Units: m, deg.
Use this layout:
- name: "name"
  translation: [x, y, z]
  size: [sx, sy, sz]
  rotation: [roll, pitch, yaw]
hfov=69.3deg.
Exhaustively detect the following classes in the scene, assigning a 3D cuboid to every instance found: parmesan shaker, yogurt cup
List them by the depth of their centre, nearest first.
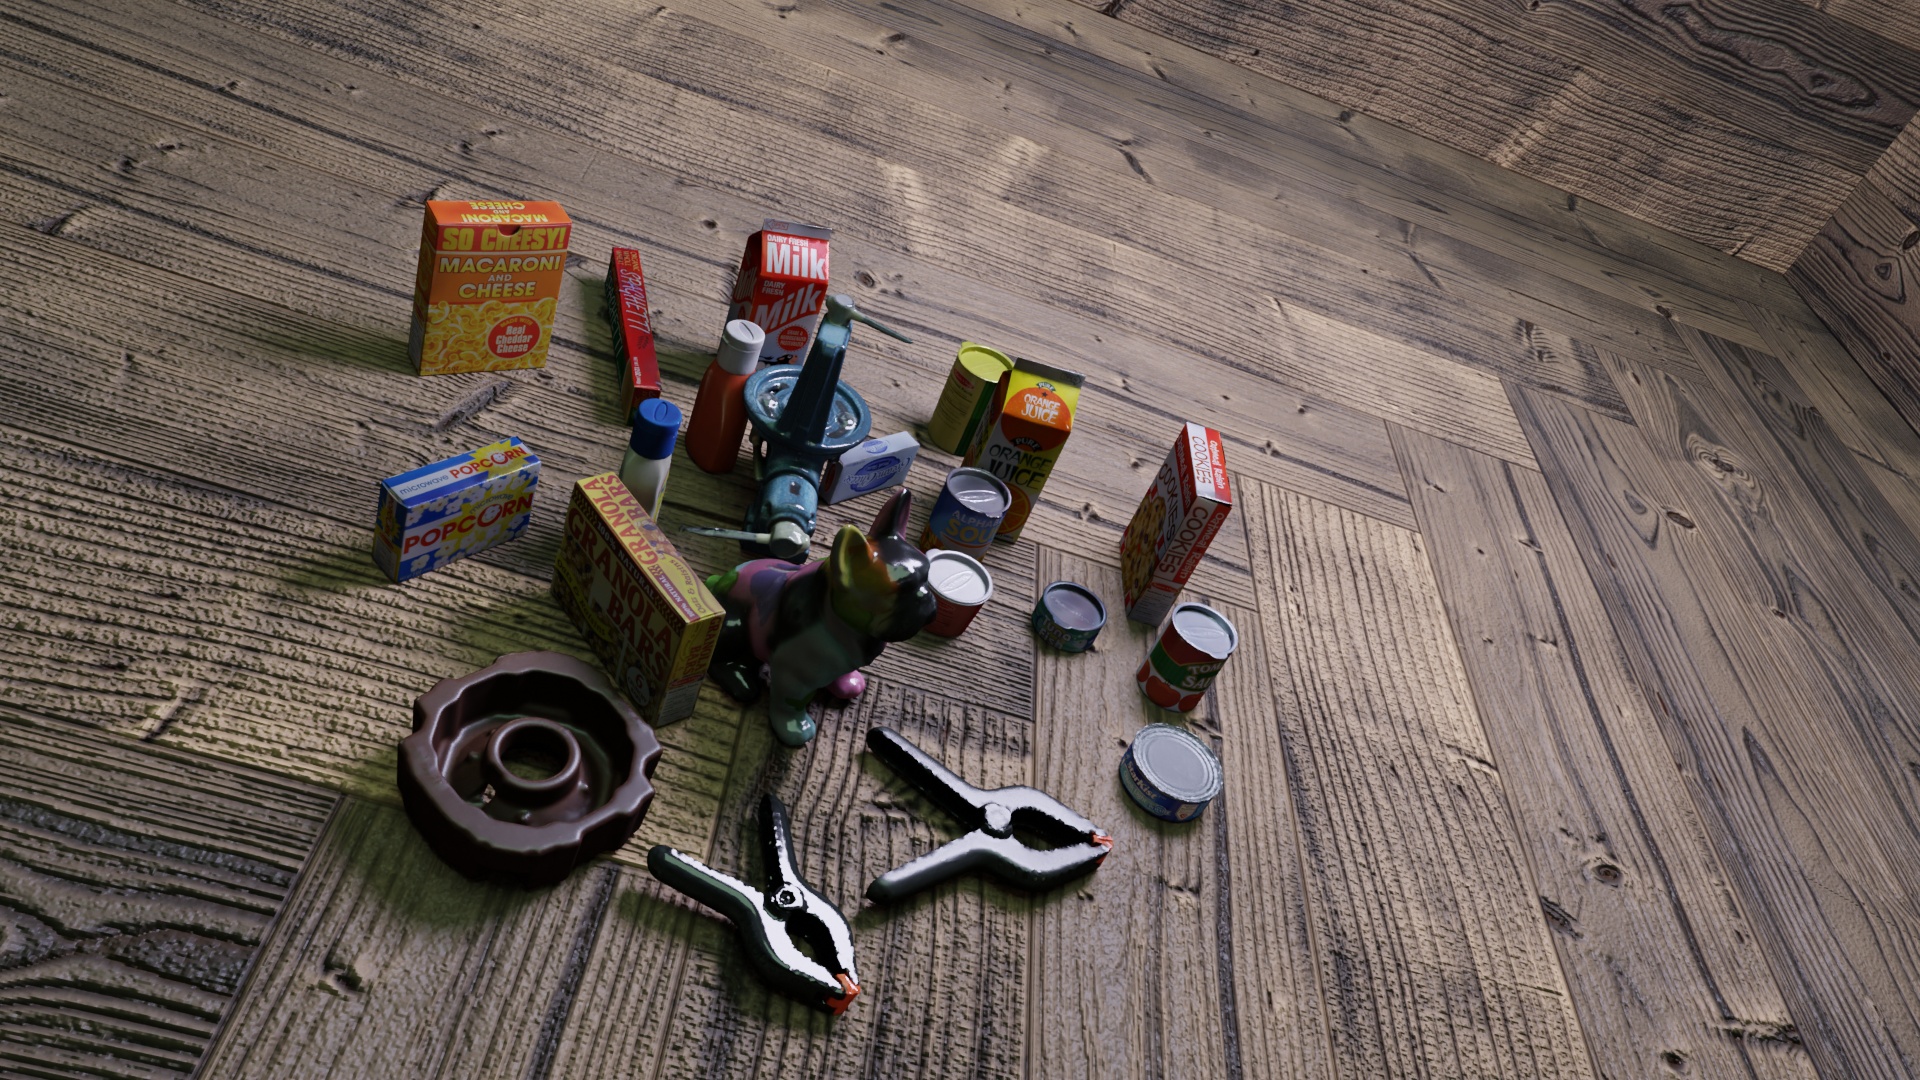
- name: "yogurt cup"
  translation: [-0.010, 0.051, 1.273]
  size: [0.072, 0.053, 0.073]
  rotation: [15, 38, -12]
- name: "parmesan shaker"
  translation: [0.010, -0.151, 1.485]
  size: [0.071, 0.102, 0.072]
  rotation: [15, 38, -12]

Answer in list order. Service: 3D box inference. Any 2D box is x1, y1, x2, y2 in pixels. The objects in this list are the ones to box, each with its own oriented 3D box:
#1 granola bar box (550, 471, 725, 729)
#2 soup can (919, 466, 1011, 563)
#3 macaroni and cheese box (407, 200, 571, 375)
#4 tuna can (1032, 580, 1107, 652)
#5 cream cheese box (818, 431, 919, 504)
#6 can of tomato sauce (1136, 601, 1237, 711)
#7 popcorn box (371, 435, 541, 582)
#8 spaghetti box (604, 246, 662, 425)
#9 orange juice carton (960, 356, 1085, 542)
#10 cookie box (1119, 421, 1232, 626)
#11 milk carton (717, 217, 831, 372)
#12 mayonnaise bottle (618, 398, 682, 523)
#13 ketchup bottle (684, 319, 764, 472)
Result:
- name: "granola bar box"
  translation: [-0.257, 0.047, 1.086]
  size: [0.039, 0.123, 0.166]
  rotation: [-18, 54, -42]
- name: "soup can"
  translation: [0.005, -0.017, 1.338]
  size: [0.071, 0.083, 0.072]
  rotation: [15, 38, -12]
- name: "macaroni and cheese box"
  translation: [-0.436, -0.232, 1.286]
  size: [0.124, 0.165, 0.040]
  rotation: [-10, 49, -37]
- name: "tuna can"
  translation: [0.103, 0.074, 1.325]
  size: [0.071, 0.032, 0.071]
  rotation: [15, 38, -12]
- name: "cream cheese box"
  translation: [-0.091, -0.072, 1.377]
  size: [0.104, 0.053, 0.024]
  rotation: [-20, 55, -43]
- name: "can of tomato sauce"
  translation: [0.212, 0.111, 1.300]
  size: [0.071, 0.082, 0.071]
  rotation: [15, 38, -12]
- name: "popcorn box"
  translation: [-0.407, -0.026, 1.123]
  size: [0.038, 0.084, 0.127]
  rotation: [40, 40, 19]
- name: "spaghetti box"
  translation: [-0.334, -0.212, 1.412]
  size: [0.029, 0.050, 0.251]
  rotation: [5, 42, -24]
- name: "orange juice carton"
  translation: [0.055, -0.096, 1.371]
  size: [0.072, 0.191, 0.073]
  rotation: [16, 38, -11]
- name: "cookie box"
  translation: [0.212, -0.016, 1.383]
  size: [0.040, 0.166, 0.123]
  rotation: [17, 38, -11]
- name: "milk carton"
  translation: [-0.188, -0.241, 1.412]
  size: [0.072, 0.189, 0.074]
  rotation: [4, 42, -25]
- name: "mayonnaise bottle"
  translation: [-0.269, -0.052, 1.177]
  size: [0.041, 0.147, 0.065]
  rotation: [16, 38, -11]
- name: "ketchup bottle"
  translation: [-0.220, -0.137, 1.305]
  size: [0.044, 0.148, 0.065]
  rotation: [-8, 48, -36]
